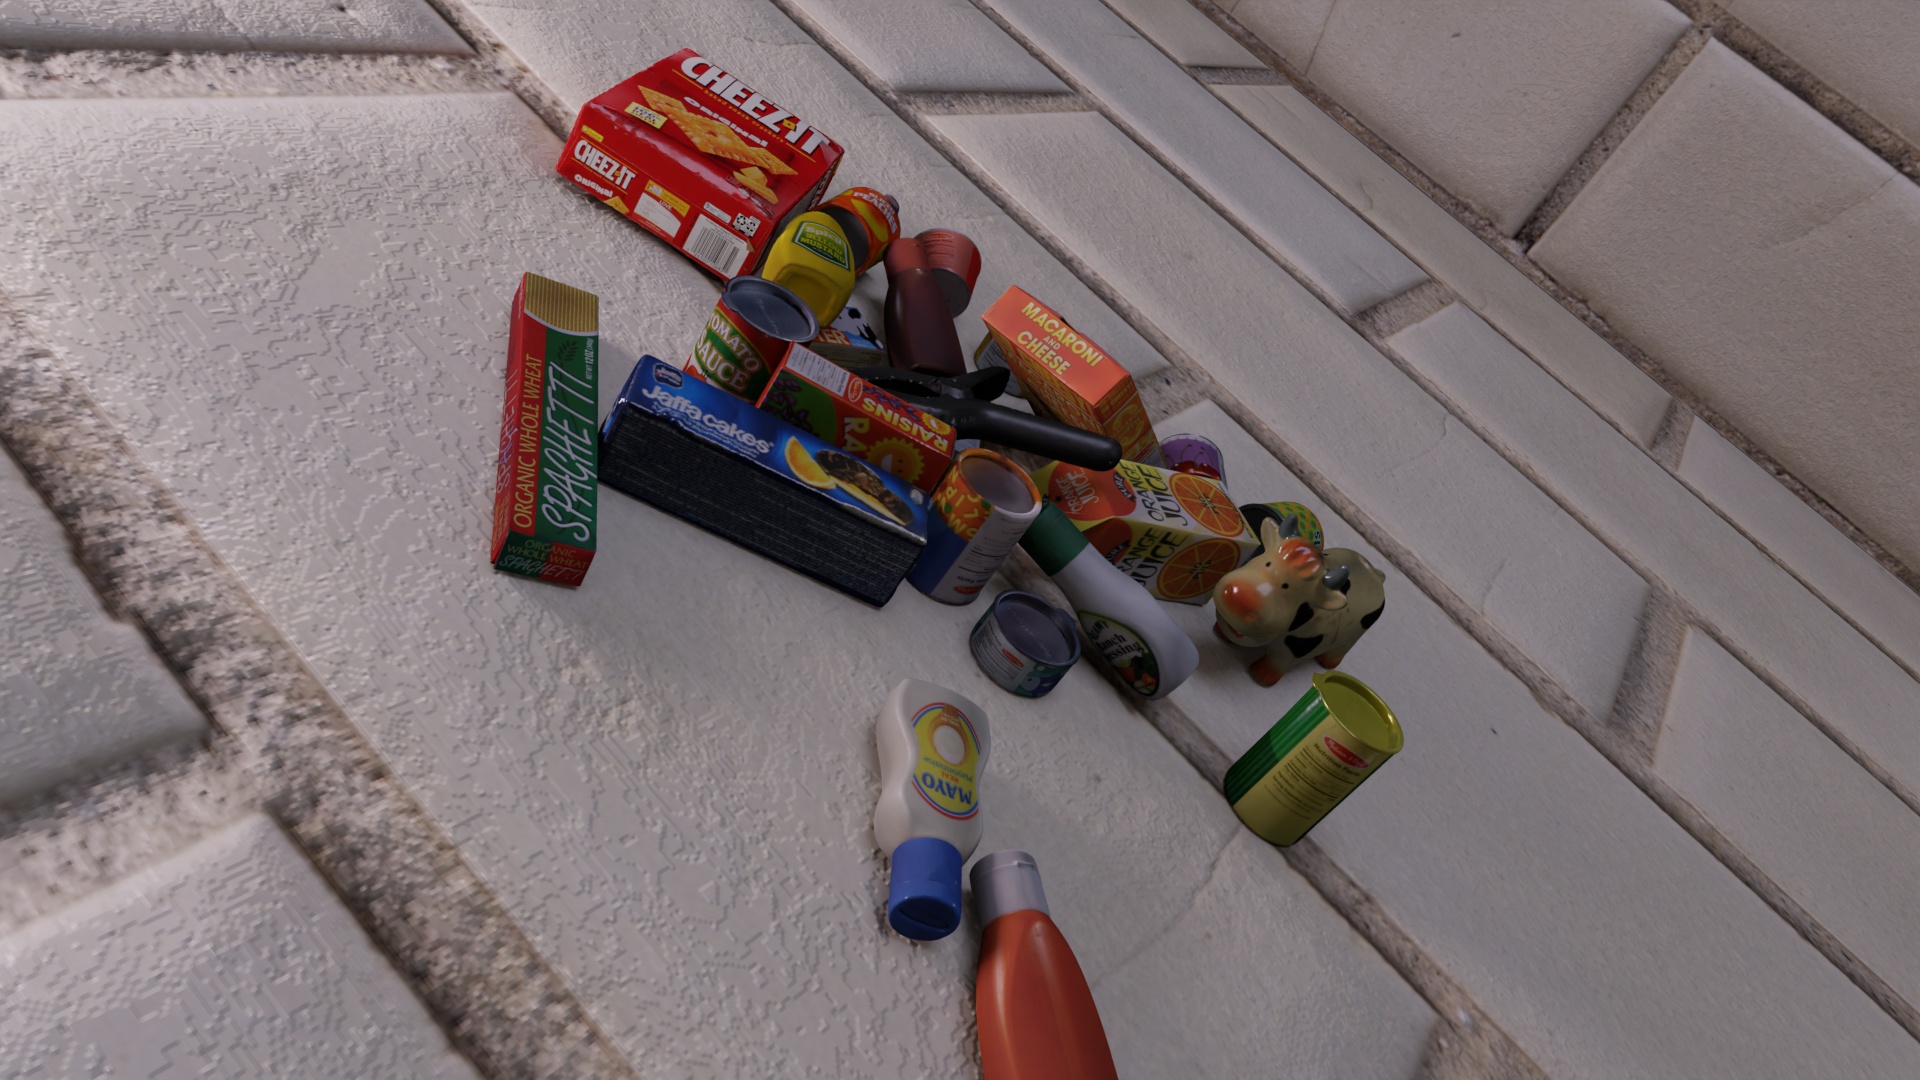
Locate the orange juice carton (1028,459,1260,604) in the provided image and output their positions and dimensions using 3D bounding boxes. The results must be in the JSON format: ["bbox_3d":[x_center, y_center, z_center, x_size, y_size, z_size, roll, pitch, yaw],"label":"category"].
[{"bbox_3d":[0.121,-0.011,1.030,0.193,0.072,0.072,9,41,-35],"label":"orange juice carton"}]

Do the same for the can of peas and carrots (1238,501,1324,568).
[{"bbox_3d":[0.260,0.002,1.148,0.059,0.070,0.071,-5,50,-47],"label":"can of peas and carrots"}]

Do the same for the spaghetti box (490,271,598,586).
[{"bbox_3d":[-0.240,-0.073,0.814,0.050,0.028,0.251,16,37,-27],"label":"spaghetti box"}]

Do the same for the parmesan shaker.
[{"bbox_3d":[0.226,0.141,0.905,0.071,0.102,0.072,25,34,-18],"label":"parmesan shaker"}]

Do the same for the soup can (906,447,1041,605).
[{"bbox_3d":[0.003,-0.011,0.911,0.071,0.083,0.072,24,34,-17],"label":"soup can"}]

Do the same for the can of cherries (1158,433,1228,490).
[{"bbox_3d":[0.183,-0.045,1.142,0.071,0.071,0.059,26,34,-15],"label":"can of cherries"}]

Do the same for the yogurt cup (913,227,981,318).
[{"bbox_3d":[-0.017,-0.225,1.188,0.072,0.072,0.054,24,42,-18],"label":"yogurt cup"}]

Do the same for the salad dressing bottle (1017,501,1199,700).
[{"bbox_3d":[0.097,0.040,0.935,0.147,0.064,0.044,48,62,-3],"label":"salad dressing bottle"}]

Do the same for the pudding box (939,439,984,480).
[{"bbox_3d":[-0.025,-0.076,1.018,0.084,0.030,0.050,27,34,-14],"label":"pudding box"}]

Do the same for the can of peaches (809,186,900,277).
[{"bbox_3d":[-0.089,-0.256,1.152,0.071,0.071,0.058,37,33,2],"label":"can of peaches"}]

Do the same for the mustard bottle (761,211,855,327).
[{"bbox_3d":[-0.113,-0.216,1.056,0.065,0.048,0.161,25,28,-18],"label":"mustard bottle"}]

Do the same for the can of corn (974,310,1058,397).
[{"bbox_3d":[0.055,-0.164,1.179,0.071,0.058,0.071,24,34,-18],"label":"can of corn"}]

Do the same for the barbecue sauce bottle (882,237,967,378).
[{"bbox_3d":[-0.033,-0.177,1.103,0.065,0.043,0.149,21,45,-39],"label":"barbecue sauce bottle"}]

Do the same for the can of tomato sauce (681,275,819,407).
[{"bbox_3d":[-0.143,-0.122,0.918,0.071,0.082,0.071,24,34,-18],"label":"can of tomato sauce"}]

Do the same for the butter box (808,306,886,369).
[{"bbox_3d":[-0.110,-0.156,1.046,0.104,0.024,0.053,0,46,-43],"label":"butter box"}]

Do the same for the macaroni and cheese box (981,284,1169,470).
[{"bbox_3d":[0.091,-0.110,1.061,0.124,0.040,0.166,43,-5,28],"label":"macaroni and cheese box"}]

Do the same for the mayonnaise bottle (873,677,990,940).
[{"bbox_3d":[-0.016,0.141,0.737,0.065,0.041,0.149,27,33,-18],"label":"mayonnaise bottle"}]

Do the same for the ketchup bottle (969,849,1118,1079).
[{"bbox_3d":[0.036,0.222,0.677,0.065,0.043,0.149,18,36,-28],"label":"ketchup bottle"}]

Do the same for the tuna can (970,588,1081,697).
[{"bbox_3d":[0.043,0.066,0.896,0.071,0.032,0.071,24,34,-18],"label":"tuna can"}]

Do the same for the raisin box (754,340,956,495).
[{"bbox_3d":[-0.076,-0.061,0.898,0.123,0.085,0.040,28,32,-13],"label":"raisin box"}]
